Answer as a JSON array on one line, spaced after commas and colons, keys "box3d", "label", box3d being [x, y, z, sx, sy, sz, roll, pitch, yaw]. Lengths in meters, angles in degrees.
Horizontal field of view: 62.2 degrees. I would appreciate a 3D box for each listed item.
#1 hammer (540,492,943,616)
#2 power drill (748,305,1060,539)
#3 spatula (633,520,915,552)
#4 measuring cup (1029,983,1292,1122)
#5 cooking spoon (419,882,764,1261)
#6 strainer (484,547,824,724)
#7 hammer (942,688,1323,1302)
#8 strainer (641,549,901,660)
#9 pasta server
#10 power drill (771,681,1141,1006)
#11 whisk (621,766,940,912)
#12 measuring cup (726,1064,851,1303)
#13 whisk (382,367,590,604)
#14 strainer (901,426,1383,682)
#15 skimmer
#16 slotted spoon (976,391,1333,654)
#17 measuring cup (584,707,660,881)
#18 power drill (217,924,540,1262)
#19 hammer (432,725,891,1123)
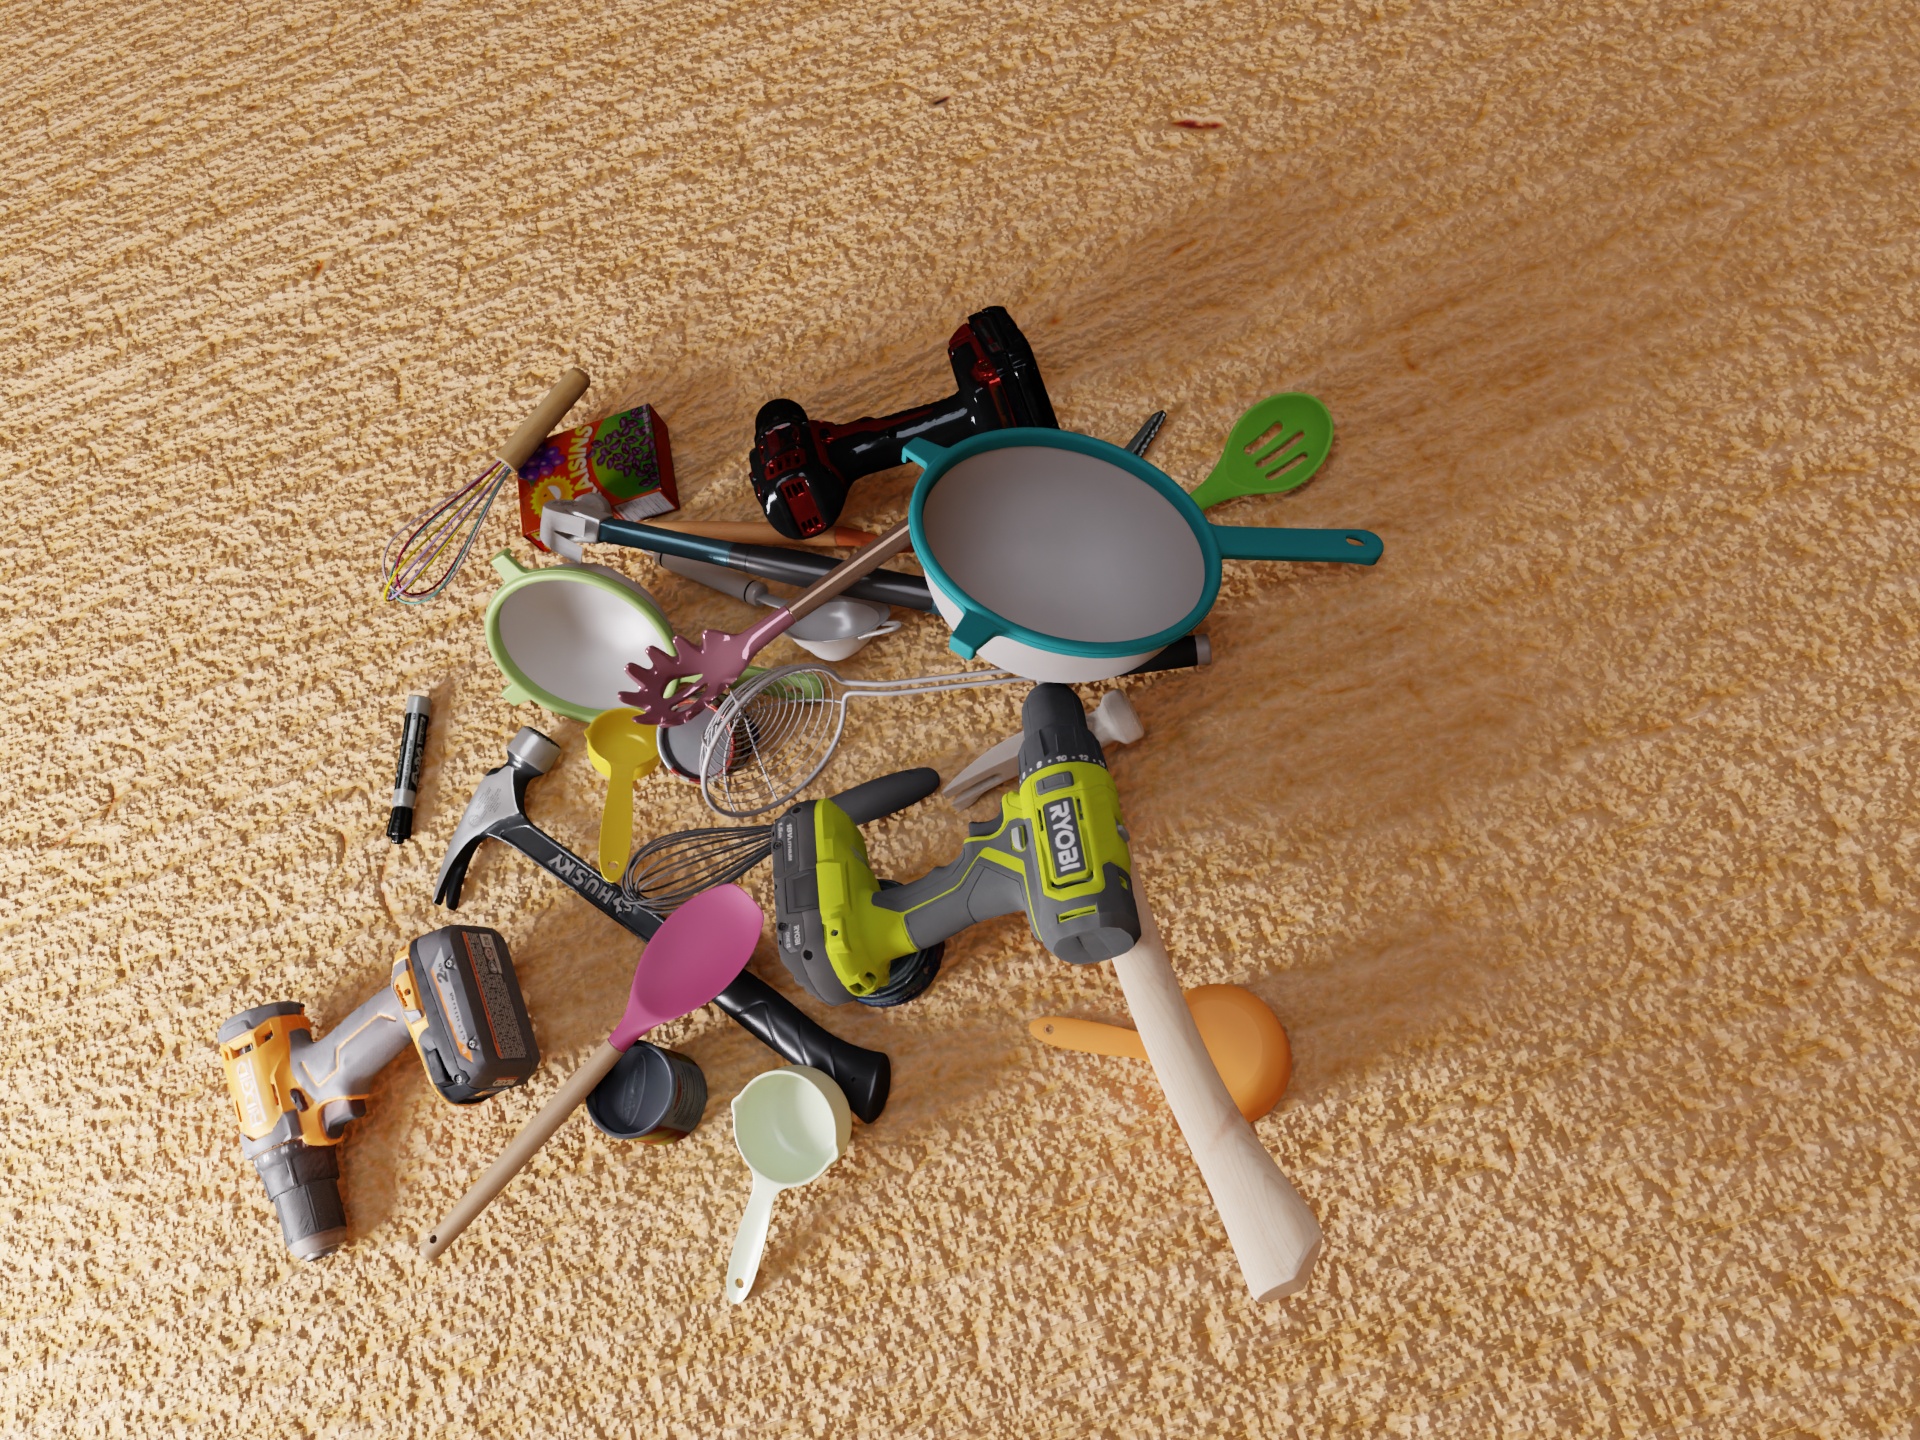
[{"box3d": [-0.155, -0.121, 1.182, 0.331, 0.128, 0.033, 12, 106, 7], "label": "hammer"}, {"box3d": [-0.055, -0.229, 1.201, 0.226, 0.080, 0.188, -23, 33, 2], "label": "power drill"}, {"box3d": [-0.114, -0.152, 1.226, 0.323, 0.081, 0.041, 4, 90, 22], "label": "spatula"}, {"box3d": [0.124, 0.207, 1.021, 0.173, 0.052, 0.095, 6, 72, 15], "label": "measuring cup"}, {"box3d": [-0.249, 0.238, 1.068, 0.069, 0.017, 0.319, 40, 85, 26], "label": "cooking spoon"}, {"box3d": [-0.225, -0.062, 1.205, 0.256, 0.151, 0.069, 11, 44, 0], "label": "strainer"}, {"box3d": [0.110, 0.166, 1.001, 0.146, 0.038, 0.411, -27, 53, 9], "label": "hammer"}, {"box3d": [-0.149, -0.093, 1.217, 0.259, 0.050, 0.087, 24, 38, 28], "label": "strainer"}, {"box3d": [-0.099, -0.093, 1.118, 0.316, 0.040, 0.060, -35, 71, -1], "label": "pasta server"}, {"box3d": [-0.004, 0.082, 1.040, 0.228, 0.080, 0.191, -18, 56, 14], "label": "power drill"}, {"box3d": [-0.126, 0.080, 1.125, 0.239, 0.055, 0.055, -20, 65, -10], "label": "whisk"}, {"box3d": [-0.121, 0.308, 1.058, 0.083, 0.038, 0.167, 21, 100, 21], "label": "measuring cup"}, {"box3d": [-0.377, -0.188, 1.268, 0.051, 0.047, 0.245, 29, 74, 27], "label": "whisk"}, {"box3d": [0.123, -0.097, 1.093, 0.340, 0.095, 0.211, -1, 50, -17], "label": "strainer"}, {"box3d": [-0.002, -0.004, 1.115, 0.363, 0.127, 0.090, -7, 52, 4], "label": "skimmer"}, {"box3d": [0.133, -0.136, 1.152, 0.314, 0.031, 0.070, -33, 72, -1], "label": "slotted spoon"}, {"box3d": [-0.250, 0.058, 1.169, 0.062, 0.029, 0.157, 6, 51, -11], "label": "measuring cup"}, {"box3d": [-0.416, 0.264, 1.134, 0.226, 0.084, 0.185, -26, 73, 13], "label": "power drill"}, {"box3d": [-0.215, 0.161, 1.143, 0.409, 0.036, 0.149, 31, 82, 23], "label": "hammer"}]
